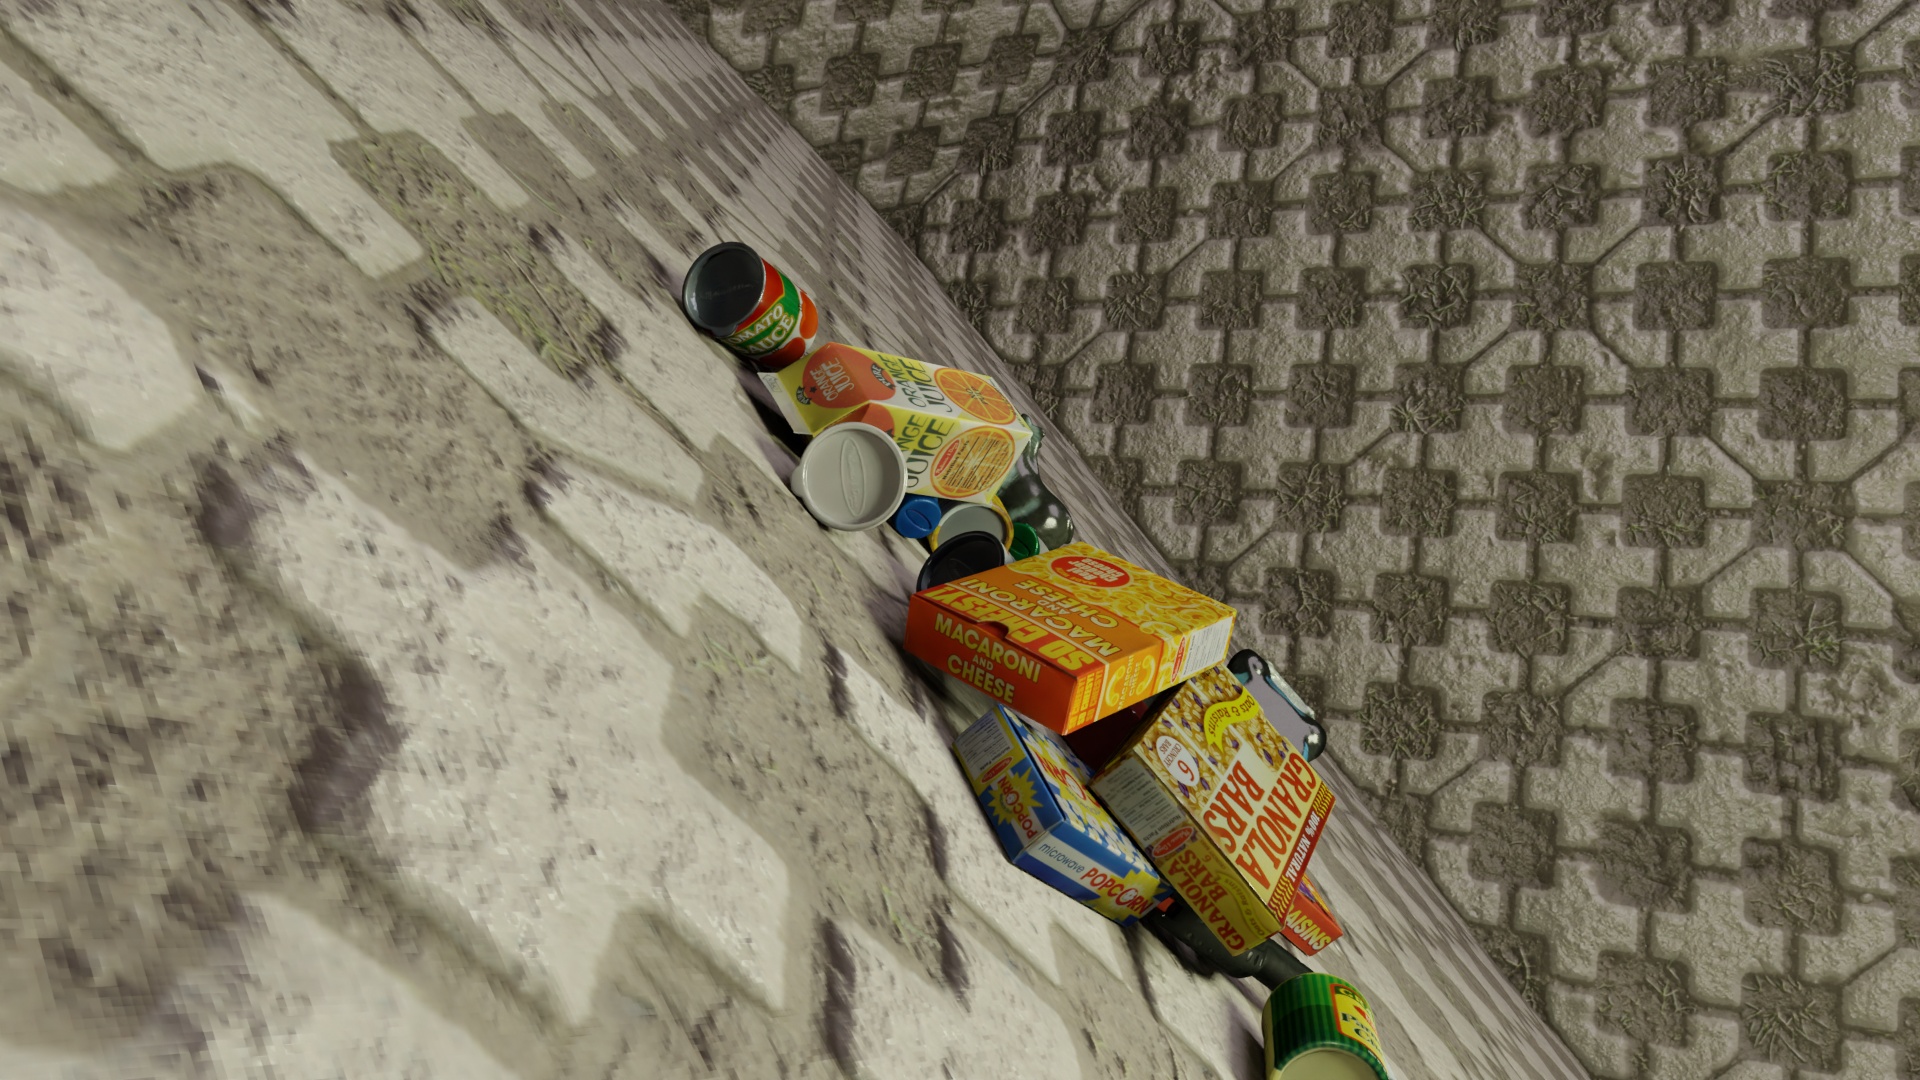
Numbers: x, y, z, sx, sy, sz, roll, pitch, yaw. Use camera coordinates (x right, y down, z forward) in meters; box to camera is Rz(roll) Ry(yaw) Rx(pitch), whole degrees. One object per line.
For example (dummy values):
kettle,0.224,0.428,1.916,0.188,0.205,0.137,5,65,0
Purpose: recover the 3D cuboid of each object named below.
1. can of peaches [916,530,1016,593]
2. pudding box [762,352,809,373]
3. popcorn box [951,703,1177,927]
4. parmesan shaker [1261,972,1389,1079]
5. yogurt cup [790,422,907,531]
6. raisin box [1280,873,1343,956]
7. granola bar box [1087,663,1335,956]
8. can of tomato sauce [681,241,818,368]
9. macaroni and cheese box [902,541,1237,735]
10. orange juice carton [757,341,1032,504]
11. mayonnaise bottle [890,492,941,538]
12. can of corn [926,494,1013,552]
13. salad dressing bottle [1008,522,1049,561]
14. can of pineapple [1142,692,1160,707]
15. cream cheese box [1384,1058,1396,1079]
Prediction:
can of peaches,0.012,0.038,0.915,0.058,0.071,0.071,49,7,-41
pudding box,-0.116,-0.119,1.067,0.083,0.030,0.050,37,16,-50
popcorn box,0.057,0.151,0.756,0.126,0.038,0.085,40,12,-44
parmesan shaker,0.205,0.295,0.778,0.071,0.071,0.103,50,9,5
yogurt cup,-0.066,-0.039,0.881,0.072,0.072,0.054,49,1,2
raisin box,0.264,0.281,1.180,0.086,0.040,0.124,44,11,-33
granola bar box,0.154,0.147,0.815,0.124,0.039,0.166,50,29,4
can of tomato sauce,-0.149,-0.165,0.996,0.071,0.071,0.083,53,9,23
macaroni and cheese box,0.067,0.052,0.829,0.124,0.040,0.167,25,25,35
orange juice carton,-0.050,-0.084,0.992,0.193,0.072,0.072,7,37,-39
mayonnaise bottle,-0.053,-0.057,1.080,0.064,0.041,0.149,39,15,-37
can of corn,0.004,-0.014,1.090,0.071,0.071,0.058,43,11,-31
salad dressing bottle,0.050,0.012,1.181,0.064,0.044,0.147,37,-3,8
can of pineapple,0.164,0.149,1.170,0.057,0.071,0.071,41,12,-43
cream cheese box,0.259,0.341,0.966,0.103,0.024,0.053,44,12,-24
